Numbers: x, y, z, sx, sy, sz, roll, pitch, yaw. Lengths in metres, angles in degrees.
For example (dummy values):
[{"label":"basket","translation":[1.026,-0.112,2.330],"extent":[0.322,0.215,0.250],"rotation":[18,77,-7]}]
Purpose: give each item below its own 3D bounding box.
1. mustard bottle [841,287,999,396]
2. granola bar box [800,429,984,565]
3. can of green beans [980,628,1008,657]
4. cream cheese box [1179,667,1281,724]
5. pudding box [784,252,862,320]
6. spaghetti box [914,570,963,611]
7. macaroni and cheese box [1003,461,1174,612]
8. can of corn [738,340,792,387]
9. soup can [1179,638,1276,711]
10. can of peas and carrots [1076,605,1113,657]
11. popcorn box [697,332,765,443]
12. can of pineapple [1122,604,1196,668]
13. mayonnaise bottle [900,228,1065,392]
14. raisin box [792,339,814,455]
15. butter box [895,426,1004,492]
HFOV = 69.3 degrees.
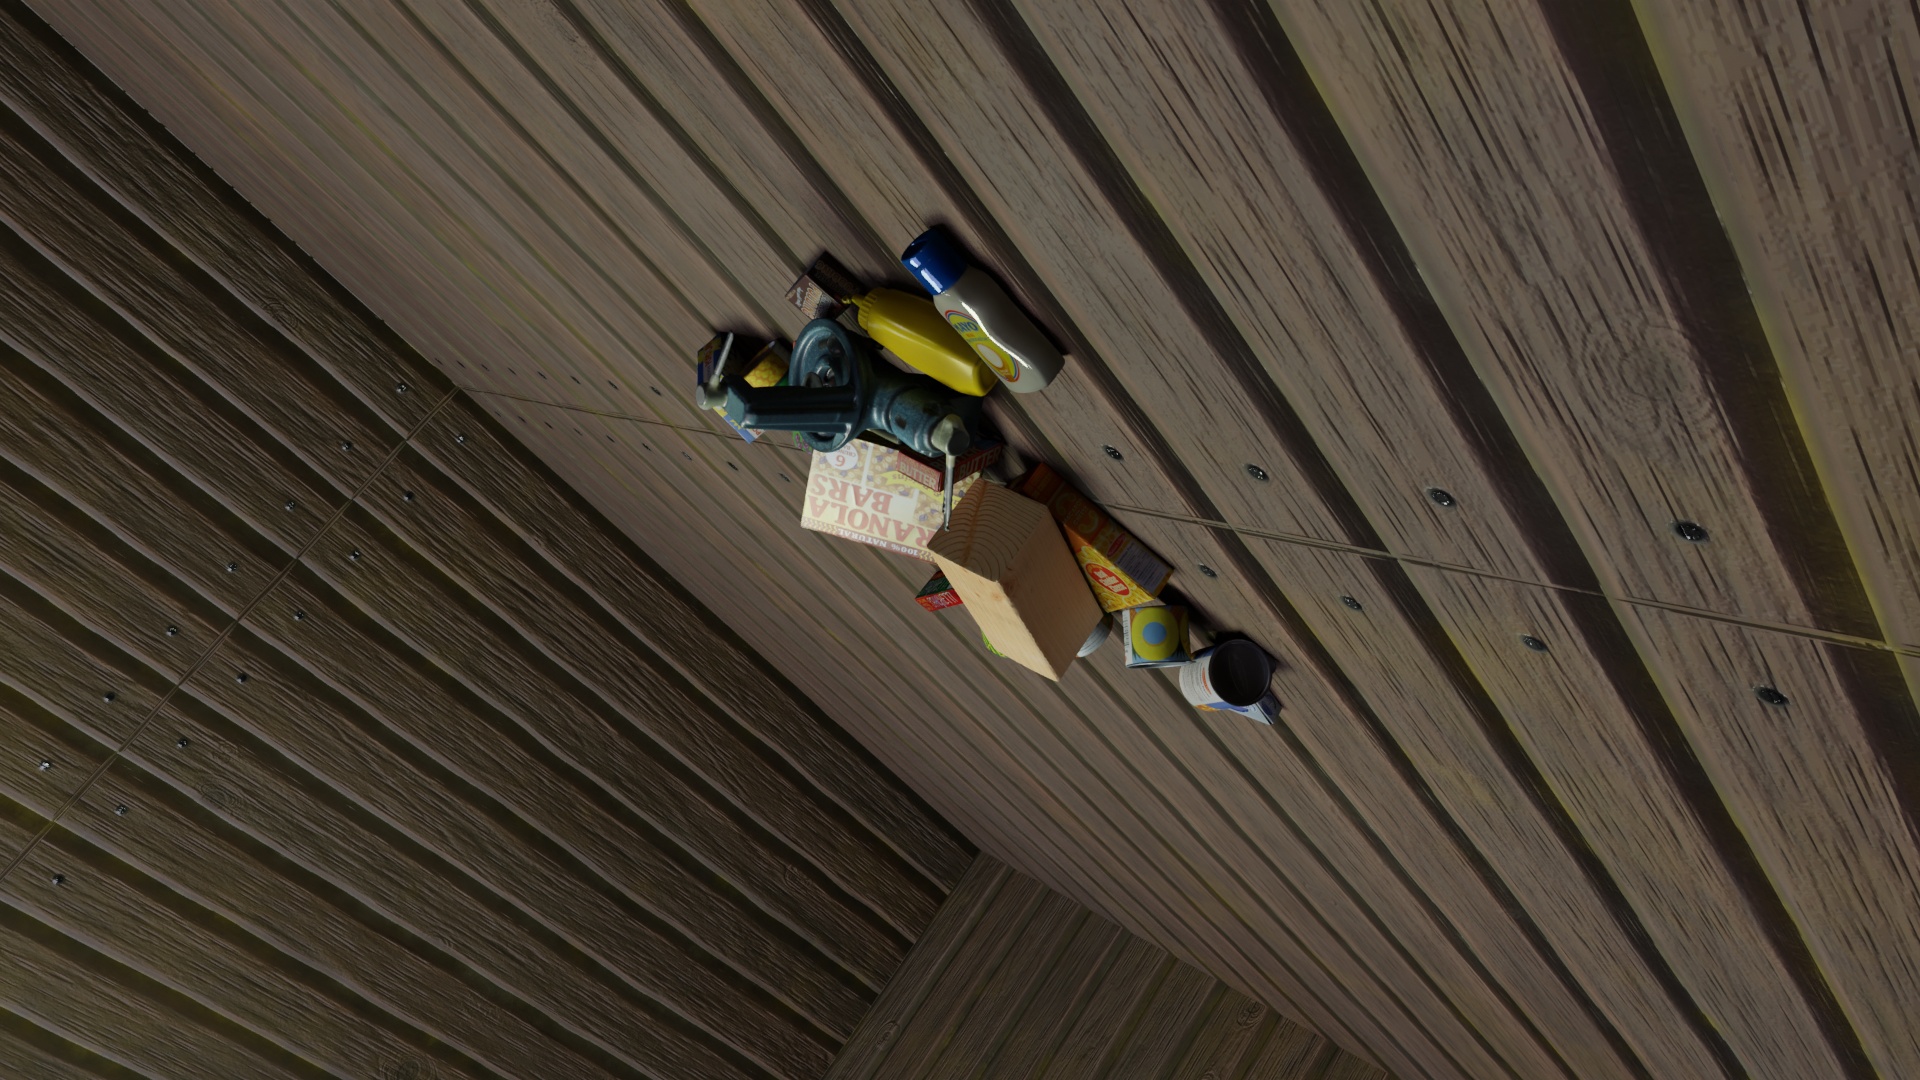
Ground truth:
[{"label":"mustard bottle","translation":[-0.037,-0.179,1.177],"extent":[0.160,0.049,0.065],"rotation":[31,161,23]},{"label":"granola bar box","translation":[-0.068,-0.048,1.373],"extent":[0.166,0.039,0.123],"rotation":[16,126,2]},{"label":"can of green beans","translation":[0.058,0.106,1.737],"extent":[0.071,0.071,0.057],"rotation":[31,162,20]},{"label":"cream cheese box","translation":[0.287,0.159,1.480],"extent":[0.104,0.024,0.053],"rotation":[18,156,48]},{"label":"pudding box","translation":[-0.124,-0.226,1.263],"extent":[0.049,0.030,0.083],"rotation":[40,164,-13]},{"label":"spaghetti box","translation":[-0.003,0.055,1.752],"extent":[0.028,0.050,0.249],"rotation":[41,164,-9]},{"label":"macaroni and cheese box","translation":[0.115,0.000,1.371],"extent":[0.166,0.040,0.123],"rotation":[39,163,-6]},{"label":"can of corn","translation":[-0.202,-0.172,1.501],"extent":[0.058,0.071,0.071],"rotation":[44,162,-19]},{"label":"soup can","translation":[0.266,0.135,1.388],"extent":[0.071,0.071,0.083],"rotation":[38,165,-3]},{"label":"can of peas and carrots","translation":[0.127,0.086,1.541],"extent":[0.058,0.071,0.071],"rotation":[44,162,-24]},{"label":"popcorn box","translation":[-0.255,-0.173,1.565],"extent":[0.085,0.038,0.127],"rotation":[45,-167,-28]},{"label":"can of pineapple","translation":[0.198,0.097,1.388],"extent":[0.071,0.058,0.071],"rotation":[-3,170,0]},{"label":"mayonnaise bottle","translation":[0.015,-0.178,1.083],"extent":[0.148,0.041,0.064],"rotation":[44,162,-24]},{"label":"raisin box","translation":[-0.125,-0.139,1.394],"extent":[0.086,0.040,0.122],"rotation":[28,132,28]},{"label":"butter box","translation":[-0.010,-0.081,1.306],"extent":[0.053,0.104,0.024],"rotation":[28,126,25]}]
